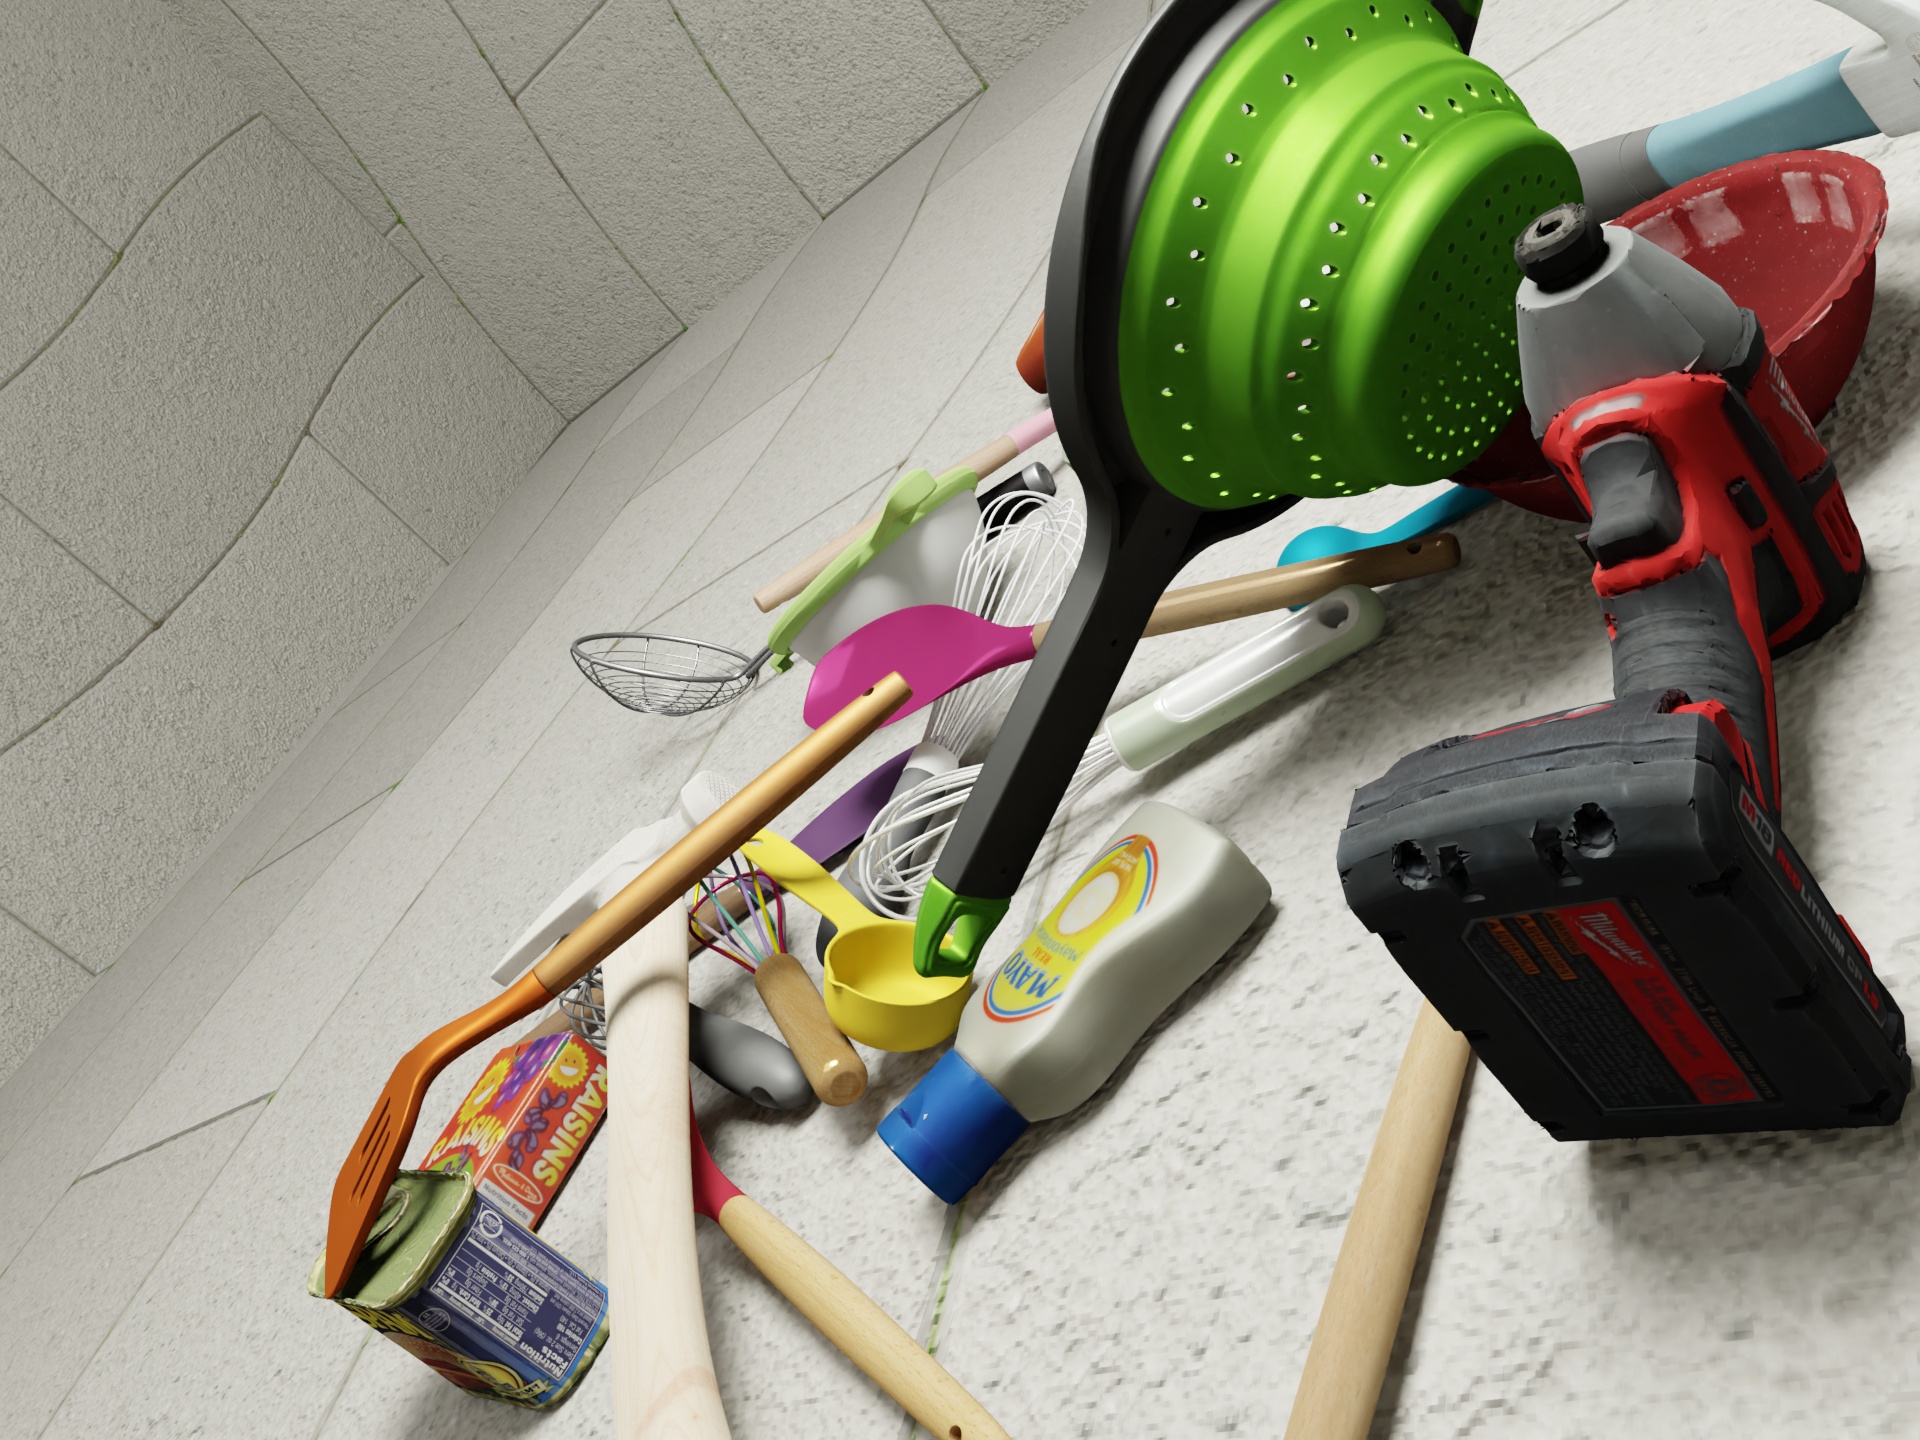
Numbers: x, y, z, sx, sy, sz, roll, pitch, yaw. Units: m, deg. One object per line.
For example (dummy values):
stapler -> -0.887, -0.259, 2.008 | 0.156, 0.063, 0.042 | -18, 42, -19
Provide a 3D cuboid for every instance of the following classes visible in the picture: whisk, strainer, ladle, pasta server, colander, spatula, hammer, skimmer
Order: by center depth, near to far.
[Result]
ladle -> 0.064, 0.167, 0.337 | 0.078, 0.062, 0.320 | -19, 30, 45
colander -> 0.096, -0.068, 0.524 | 0.095, 0.204, 0.397 | 34, 105, 37
ladle -> -0.068, 0.185, 0.559 | 0.315, 0.031, 0.069 | 10, 86, 59
hammer -> -0.119, 0.170, 0.577 | 0.146, 0.038, 0.411 | -41, 29, 10
hammer -> 0.271, -0.217, 0.624 | 0.033, 0.128, 0.331 | -46, 14, -5
spatula -> -0.141, 0.094, 0.635 | 0.322, 0.041, 0.081 | -40, 26, -4
whisk -> 0.057, 0.013, 0.636 | 0.246, 0.059, 0.058 | -30, 55, 19
whisk -> -0.085, 0.107, 0.694 | 0.047, 0.051, 0.245 | -42, 25, -5
whisk -> -0.129, 0.142, 0.729 | 0.055, 0.055, 0.239 | -52, 28, -20
whisk -> 0.000, -0.002, 0.757 | 0.070, 0.070, 0.285 | -16, 40, 49
spatula -> -0.130, 0.102, 0.831 | 0.316, 0.018, 0.060 | -36, 22, 14
strainer -> -0.023, -0.073, 0.833 | 0.151, 0.069, 0.256 | -41, 1, -10
pasta server -> 0.005, -0.159, 0.960 | 0.316, 0.040, 0.060 | -34, -1, -15
skimmer -> -0.103, -0.097, 1.048 | 0.363, 0.090, 0.127 | -29, -6, 27

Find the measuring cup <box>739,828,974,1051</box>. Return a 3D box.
measuring cup -> -0.053, 0.085, 0.642 | 0.062, 0.029, 0.157 | -11, 28, -34

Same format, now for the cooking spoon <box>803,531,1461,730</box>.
cooking spoon -> 0.056, -0.039, 0.685 | 0.319, 0.017, 0.069 | -11, 53, 34

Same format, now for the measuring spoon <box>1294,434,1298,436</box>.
measuring spoon -> 0.152, -0.147, 0.797 | 0.034, 0.018, 0.124 | -46, 23, -7

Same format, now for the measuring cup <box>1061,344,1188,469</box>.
measuring cup -> 0.129, -0.188, 0.889 | 0.167, 0.038, 0.083 | -44, 22, -7

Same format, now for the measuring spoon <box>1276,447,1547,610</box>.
measuring spoon -> 0.178, -0.085, 0.635 | 0.128, 0.021, 0.042 | -30, 26, 33

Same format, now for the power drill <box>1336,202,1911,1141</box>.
power drill -> 0.167, -0.023, 0.387 | 0.078, 0.143, 0.220 | -18, 35, 42
